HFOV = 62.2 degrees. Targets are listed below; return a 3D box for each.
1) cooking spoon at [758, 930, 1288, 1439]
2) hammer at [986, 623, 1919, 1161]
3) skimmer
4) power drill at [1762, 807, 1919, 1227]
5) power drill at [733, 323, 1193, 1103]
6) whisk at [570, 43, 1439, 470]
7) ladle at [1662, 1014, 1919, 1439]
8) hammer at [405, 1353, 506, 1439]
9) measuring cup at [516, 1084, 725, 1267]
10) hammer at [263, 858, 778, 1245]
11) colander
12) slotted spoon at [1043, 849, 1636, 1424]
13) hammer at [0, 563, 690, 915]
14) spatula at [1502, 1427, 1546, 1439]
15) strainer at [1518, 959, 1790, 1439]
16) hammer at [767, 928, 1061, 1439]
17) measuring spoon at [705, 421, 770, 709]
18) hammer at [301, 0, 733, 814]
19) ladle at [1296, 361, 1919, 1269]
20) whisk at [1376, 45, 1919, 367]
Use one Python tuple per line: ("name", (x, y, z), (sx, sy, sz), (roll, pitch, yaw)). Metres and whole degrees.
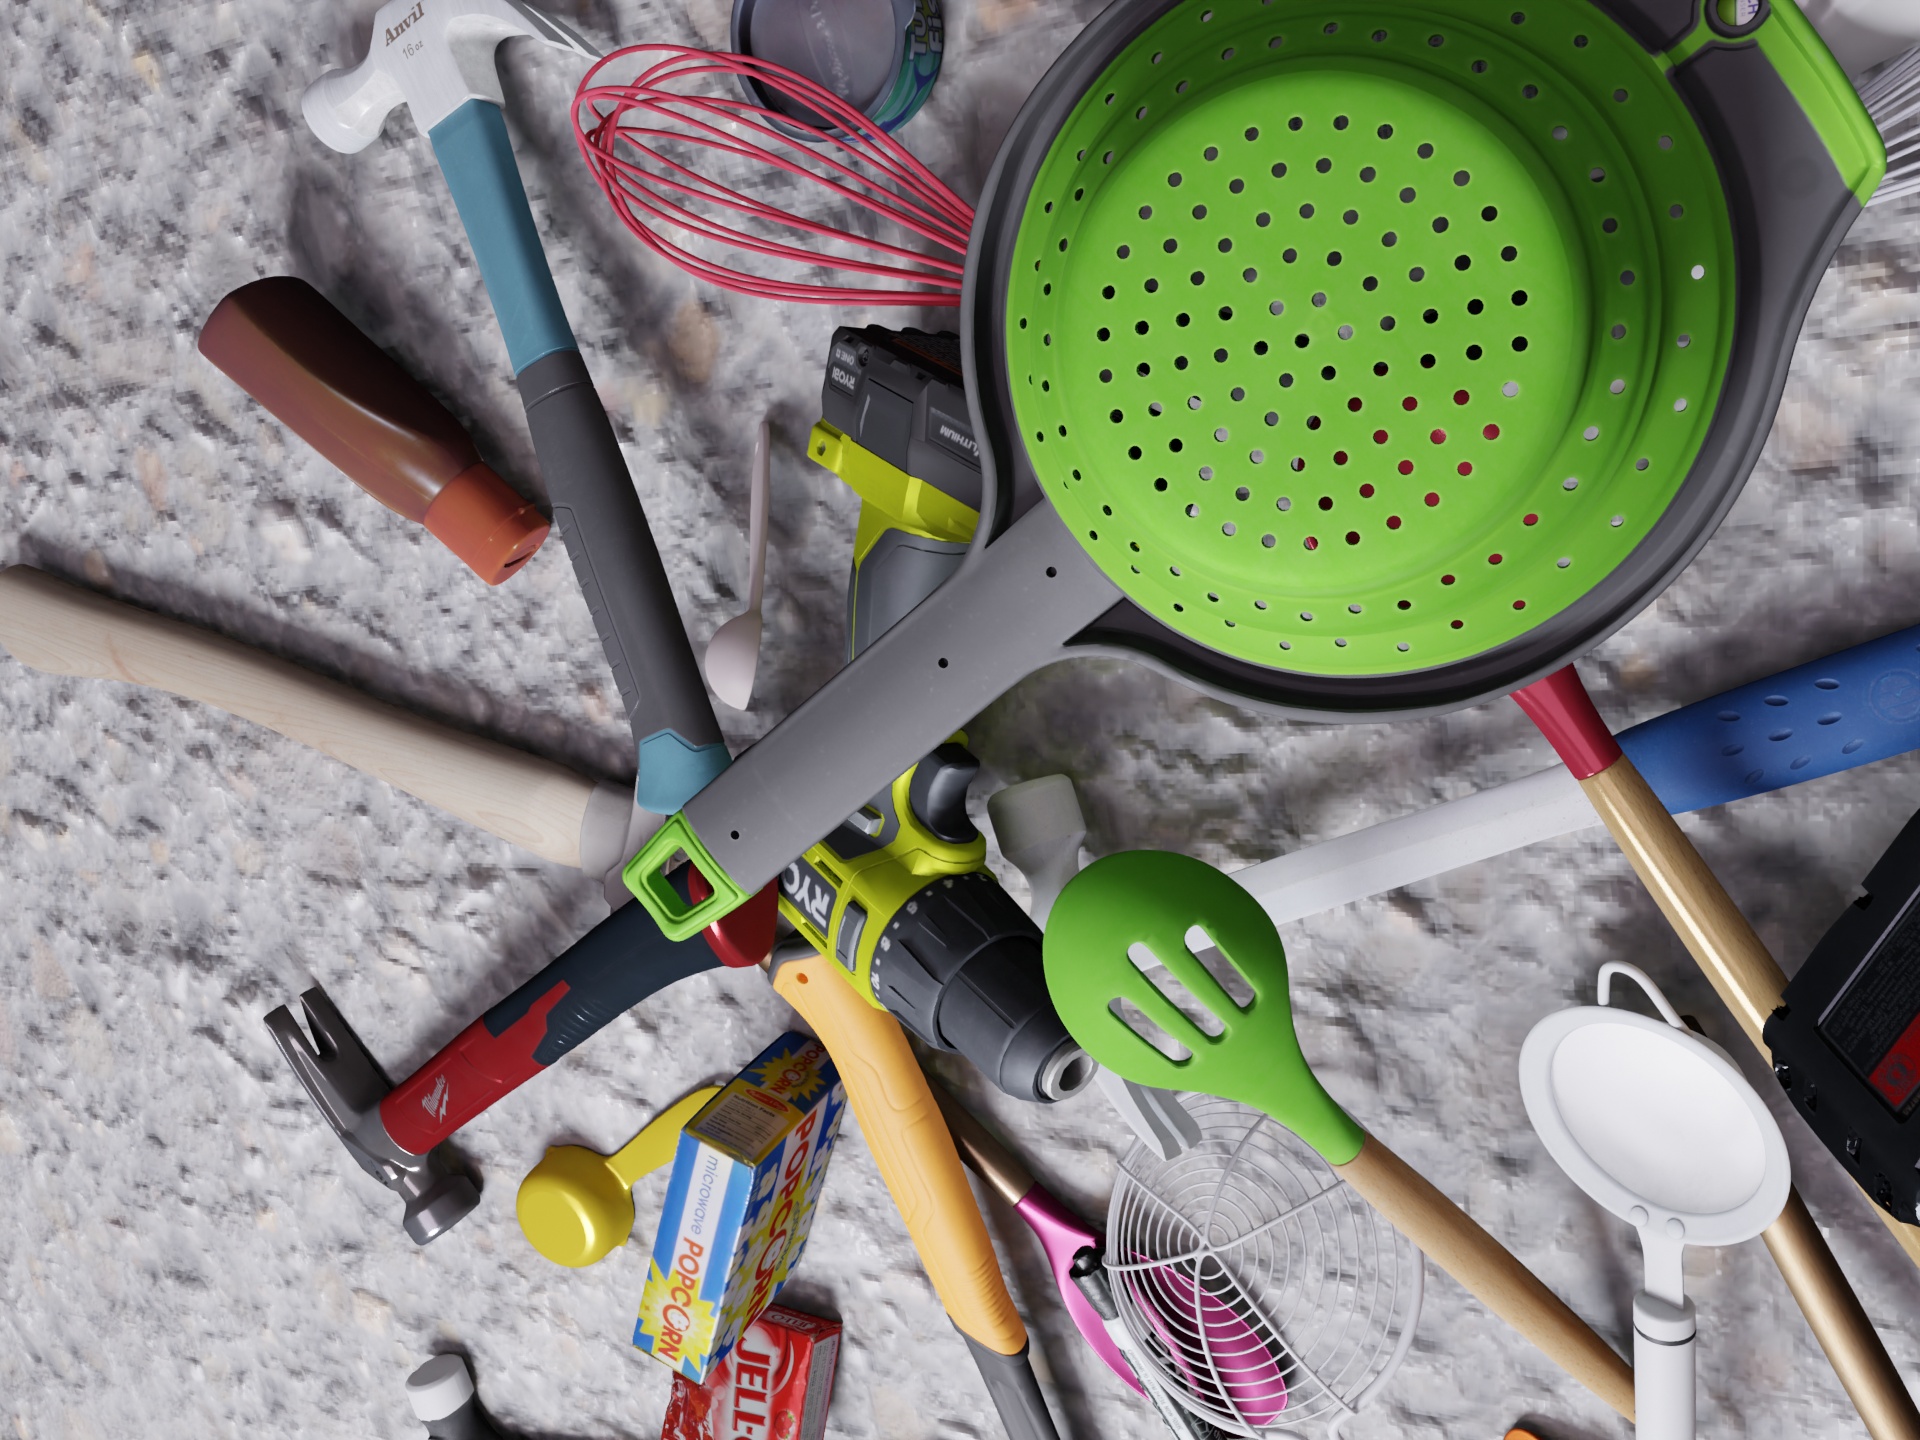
("cooking spoon", (0.008, 0.180, 0.666), (0.319, 0.017, 0.068), (42, 122, 6))
("hammer", (0.198, 0.028, 0.498), (0.405, 0.035, 0.144), (-23, 80, 28))
("skimmer", (0.182, 0.303, 0.609), (0.127, 0.090, 0.363), (-31, 100, 26))
("power drill", (0.350, 0.079, 0.398), (0.226, 0.080, 0.188), (21, 111, -11))
("power drill", (-0.001, -0.002, 0.541), (0.191, 0.080, 0.228), (37, 122, 43))
("whisk", (0.009, -0.141, 0.499), (0.296, 0.073, 0.073), (23, 117, 8))
("ladle", (0.310, 0.241, 0.503), (0.078, 0.062, 0.320), (-27, 85, 2))
("hammer", (-0.135, 0.396, 0.803), (0.335, 0.035, 0.146), (-11, 102, 28))
("measuring cup", (-0.159, 0.214, 0.752), (0.156, 0.029, 0.062), (-40, 88, 33))
("hammer", (-0.199, 0.124, 0.691), (0.143, 0.038, 0.386), (54, 134, 1))
("colander", (0.028, -0.043, 0.402), (0.397, 0.094, 0.204), (-39, 89, 25))
("slotted spoon", (0.144, 0.152, 0.522), (0.070, 0.031, 0.313), (-45, 111, 6))
("hammer", (-0.299, -0.013, 0.738), (0.411, 0.038, 0.146), (18, 113, 20))
("spatula", (0.350, 0.329, 0.551), (0.323, 0.041, 0.081), (7, 114, 19))
("strainer", (0.231, 0.187, 0.522), (0.087, 0.050, 0.258), (12, 116, 49))
("hammer", (0.009, 0.232, 0.657), (0.127, 0.034, 0.336), (-14, 105, 36))
("measuring spoon", (-0.081, -0.061, 0.581), (0.018, 0.124, 0.034), (8, 149, -14))
("hammer", (-0.151, -0.119, 0.596), (0.128, 0.033, 0.331), (-22, 85, 30))
("ladle", (0.200, 0.034, 0.456), (0.069, 0.031, 0.315), (-34, 89, 17))
("whisk", (0.232, -0.147, 0.425), (0.284, 0.070, 0.070), (-24, 96, 36))
